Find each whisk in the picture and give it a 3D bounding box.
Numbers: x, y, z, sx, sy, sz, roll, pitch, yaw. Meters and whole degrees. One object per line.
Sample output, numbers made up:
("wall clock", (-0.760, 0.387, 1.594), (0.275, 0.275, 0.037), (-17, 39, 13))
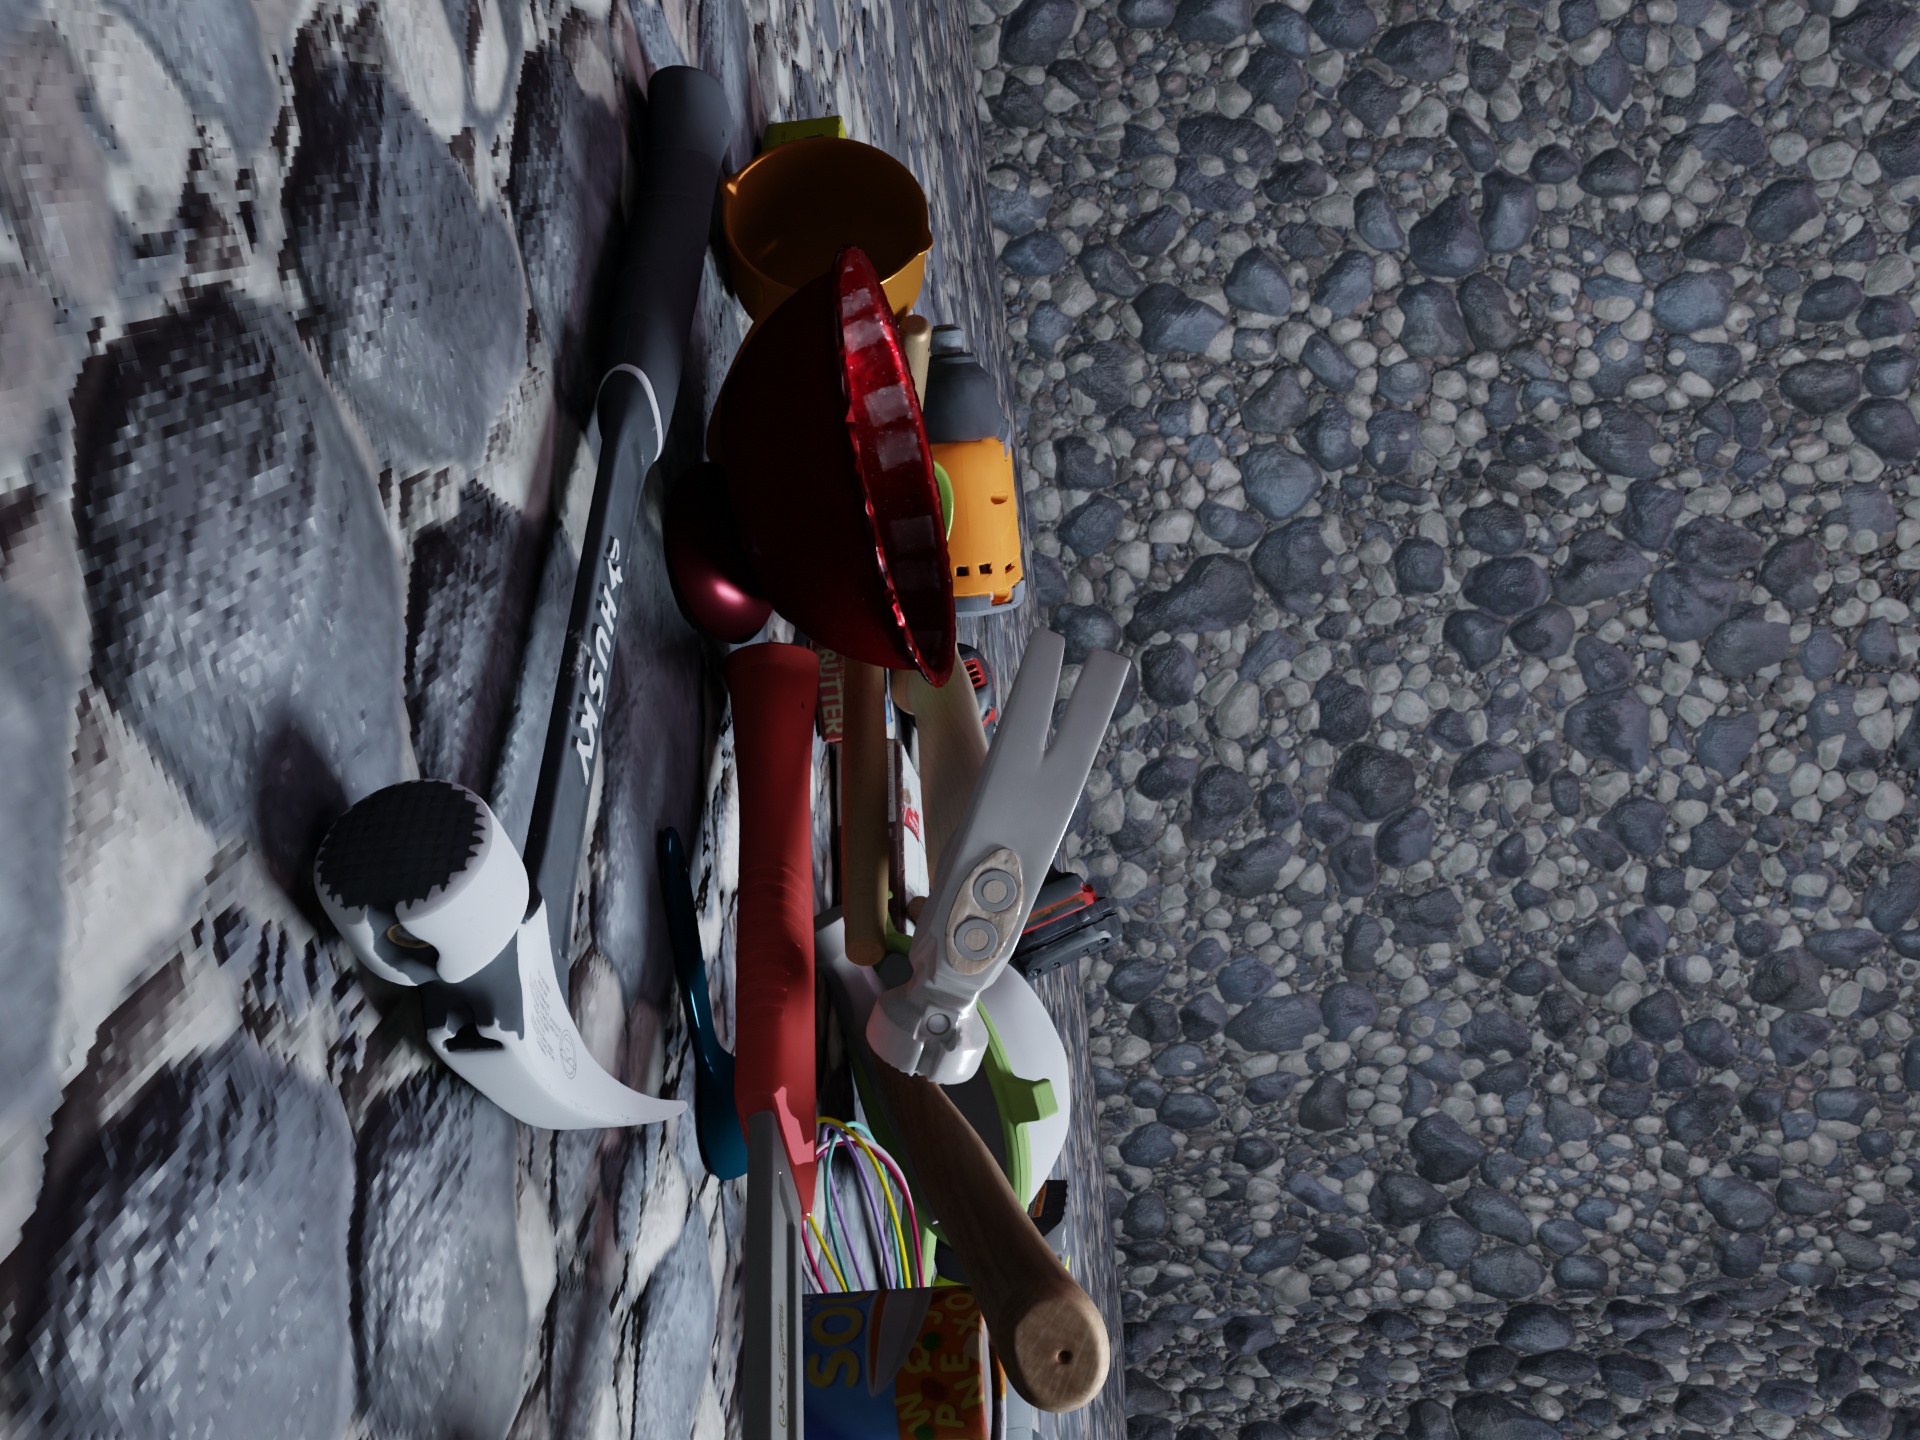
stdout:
("whisk", (-0.024, 0.277, 0.648), (0.051, 0.047, 0.245), (-29, 105, -77))

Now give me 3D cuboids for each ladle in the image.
("ladle", (-0.075, -0.060, 0.715), (0.315, 0.031, 0.069), (19, 65, -85))
("ladle", (-0.027, -0.016, 0.643), (0.320, 0.062, 0.078), (-95, -173, -55))

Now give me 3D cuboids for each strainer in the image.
("strainer", (0.005, 0.209, 0.772), (0.152, 0.069, 0.256), (44, -41, 43))

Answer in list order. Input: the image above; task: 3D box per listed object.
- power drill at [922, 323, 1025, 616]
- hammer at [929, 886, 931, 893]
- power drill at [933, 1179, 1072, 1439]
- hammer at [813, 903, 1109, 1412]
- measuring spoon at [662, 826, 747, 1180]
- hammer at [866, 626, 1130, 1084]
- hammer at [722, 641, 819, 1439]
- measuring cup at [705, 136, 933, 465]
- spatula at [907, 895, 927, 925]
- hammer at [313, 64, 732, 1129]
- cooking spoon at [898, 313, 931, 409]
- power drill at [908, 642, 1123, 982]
("power drill", (-0.008, -0.159, 0.987), (0.226, 0.084, 0.164), (-113, -163, -77))
("hammer", (0.015, 0.255, 1.094), (0.127, 0.034, 0.337), (-155, -127, -73))
("power drill", (0.029, 0.403, 0.971), (0.190, 0.080, 0.228), (11, 79, -83))
("hammer", (-0.005, 0.151, 0.555), (0.130, 0.031, 0.331), (65, -8, -7))
("measuring spoon", (-0.080, 0.096, 0.538), (0.042, 0.021, 0.128), (-74, 157, -73))
("hammer", (-0.001, -0.002, 0.679), (0.411, 0.038, 0.146), (-106, -144, -76))
("hammer", (-0.056, 0.112, 0.509), (0.359, 0.036, 0.149), (-97, 169, -45))
("measuring cup", (-0.071, -0.167, 0.678), (0.052, 0.095, 0.174), (97, 11, -67))
("spatula", (0.004, 0.134, 0.913), (0.315, 0.018, 0.060), (62, 17, -72))
("hammer", (-0.098, -0.074, 0.476), (0.149, 0.036, 0.409), (78, 8, -50))
("cooking spoon", (-0.036, -0.110, 0.831), (0.318, 0.017, 0.069), (106, -5, -67))
("power drill", (0.025, 0.060, 1.091), (0.188, 0.080, 0.227), (93, -26, -83))
